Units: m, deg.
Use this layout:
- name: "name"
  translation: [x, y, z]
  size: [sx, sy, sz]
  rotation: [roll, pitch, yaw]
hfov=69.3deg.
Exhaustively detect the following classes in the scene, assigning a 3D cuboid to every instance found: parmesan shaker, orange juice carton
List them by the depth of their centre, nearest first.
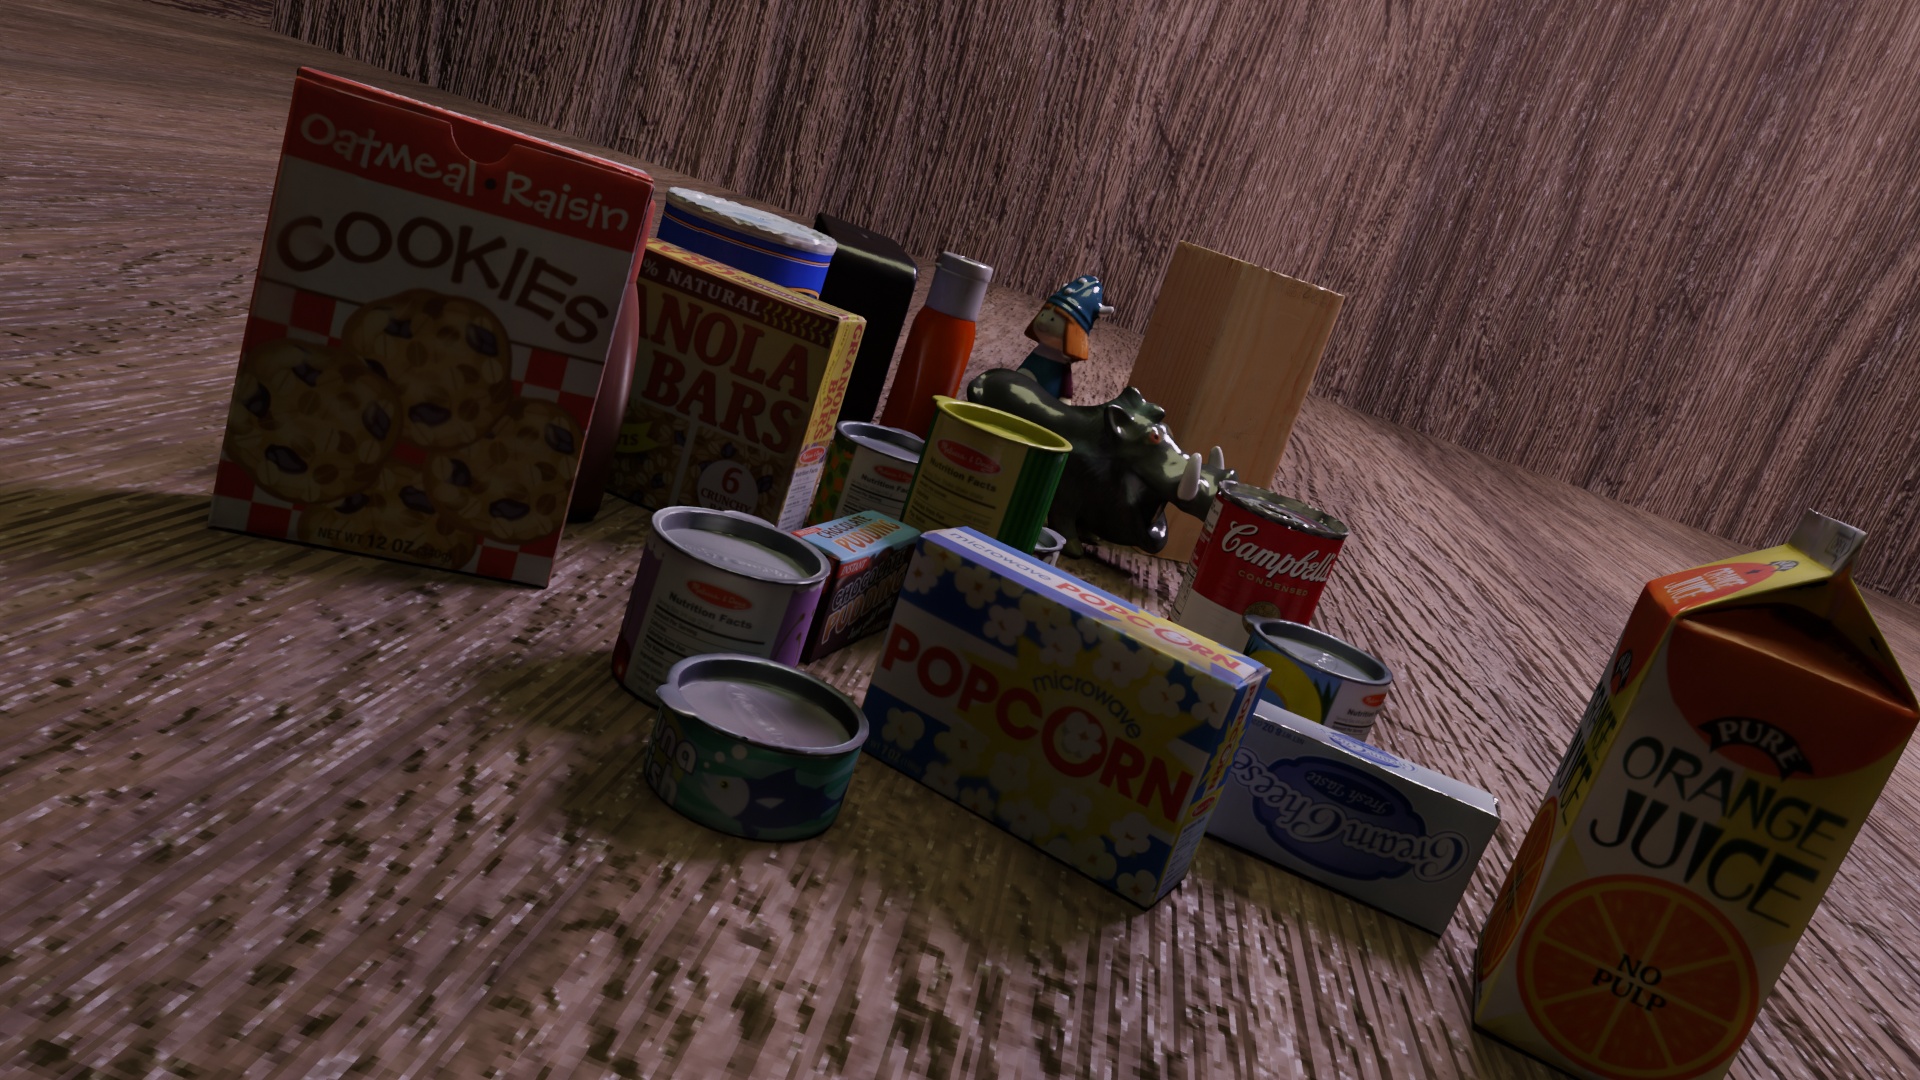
- name: "orange juice carton"
  translation: [0.240, 0.081, 0.453]
  size: [0.073, 0.192, 0.072]
  rotation: [23, 15, 17]
- name: "parmesan shaker"
  translation: [0.002, -0.008, 0.655]
  size: [0.071, 0.102, 0.071]
  rotation: [18, 14, -5]

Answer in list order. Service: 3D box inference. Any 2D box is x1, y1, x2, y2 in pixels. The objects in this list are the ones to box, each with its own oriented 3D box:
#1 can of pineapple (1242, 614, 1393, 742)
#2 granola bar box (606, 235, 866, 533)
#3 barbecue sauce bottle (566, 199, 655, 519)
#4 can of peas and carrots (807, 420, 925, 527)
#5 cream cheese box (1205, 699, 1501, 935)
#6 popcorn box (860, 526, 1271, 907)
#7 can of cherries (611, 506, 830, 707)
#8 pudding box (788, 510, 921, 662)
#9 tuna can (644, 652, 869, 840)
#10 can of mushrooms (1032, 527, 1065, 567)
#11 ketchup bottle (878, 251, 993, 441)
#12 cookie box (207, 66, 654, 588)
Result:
- name: "can of pineapple"
  translation: [0.154, 0.074, 0.635]
  size: [0.071, 0.057, 0.071]
  rotation: [18, 14, -5]
- name: "granola bar box"
  translation: [-0.144, -0.080, 0.691]
  size: [0.166, 0.124, 0.039]
  rotation: [22, 14, 12]
- name: "barbecue sauce bottle"
  translation: [-0.175, -0.088, 0.631]
  size: [0.065, 0.148, 0.044]
  rotation: [28, 16, 31]
- name: "can of peas and carrots"
  translation: [-0.044, -0.027, 0.753]
  size: [0.071, 0.058, 0.071]
  rotation: [18, 14, -5]
- name: "cream cheese box"
  translation: [0.144, 0.103, 0.527]
  size: [0.104, 0.053, 0.024]
  rotation: [22, 14, 11]
- name: "popcorn box"
  translation: [0.032, 0.058, 0.487]
  size: [0.127, 0.085, 0.038]
  rotation: [25, 15, 23]
- name: "can of cherries"
  translation: [-0.087, 0.026, 0.507]
  size: [0.071, 0.058, 0.072]
  rotation: [18, 14, -5]
- name: "pudding box"
  translation: [-0.052, 0.018, 0.599]
  size: [0.030, 0.049, 0.084]
  rotation: [23, 15, 17]
- name: "tuna can"
  translation: [-0.067, 0.065, 0.442]
  size: [0.071, 0.032, 0.071]
  rotation: [18, 15, -5]
- name: "can of mushrooms"
  translation: [0.022, 0.006, 0.764]
  size: [0.071, 0.033, 0.071]
  rotation: [18, 15, -5]
- name: "ketchup bottle"
  translation: [-0.019, -0.119, 0.940]
  size: [0.043, 0.148, 0.065]
  rotation: [15, 15, -17]
- name: "cookie box"
  translation: [-0.197, -0.075, 0.520]
  size: [0.123, 0.167, 0.040]
  rotation: [13, 15, -23]
